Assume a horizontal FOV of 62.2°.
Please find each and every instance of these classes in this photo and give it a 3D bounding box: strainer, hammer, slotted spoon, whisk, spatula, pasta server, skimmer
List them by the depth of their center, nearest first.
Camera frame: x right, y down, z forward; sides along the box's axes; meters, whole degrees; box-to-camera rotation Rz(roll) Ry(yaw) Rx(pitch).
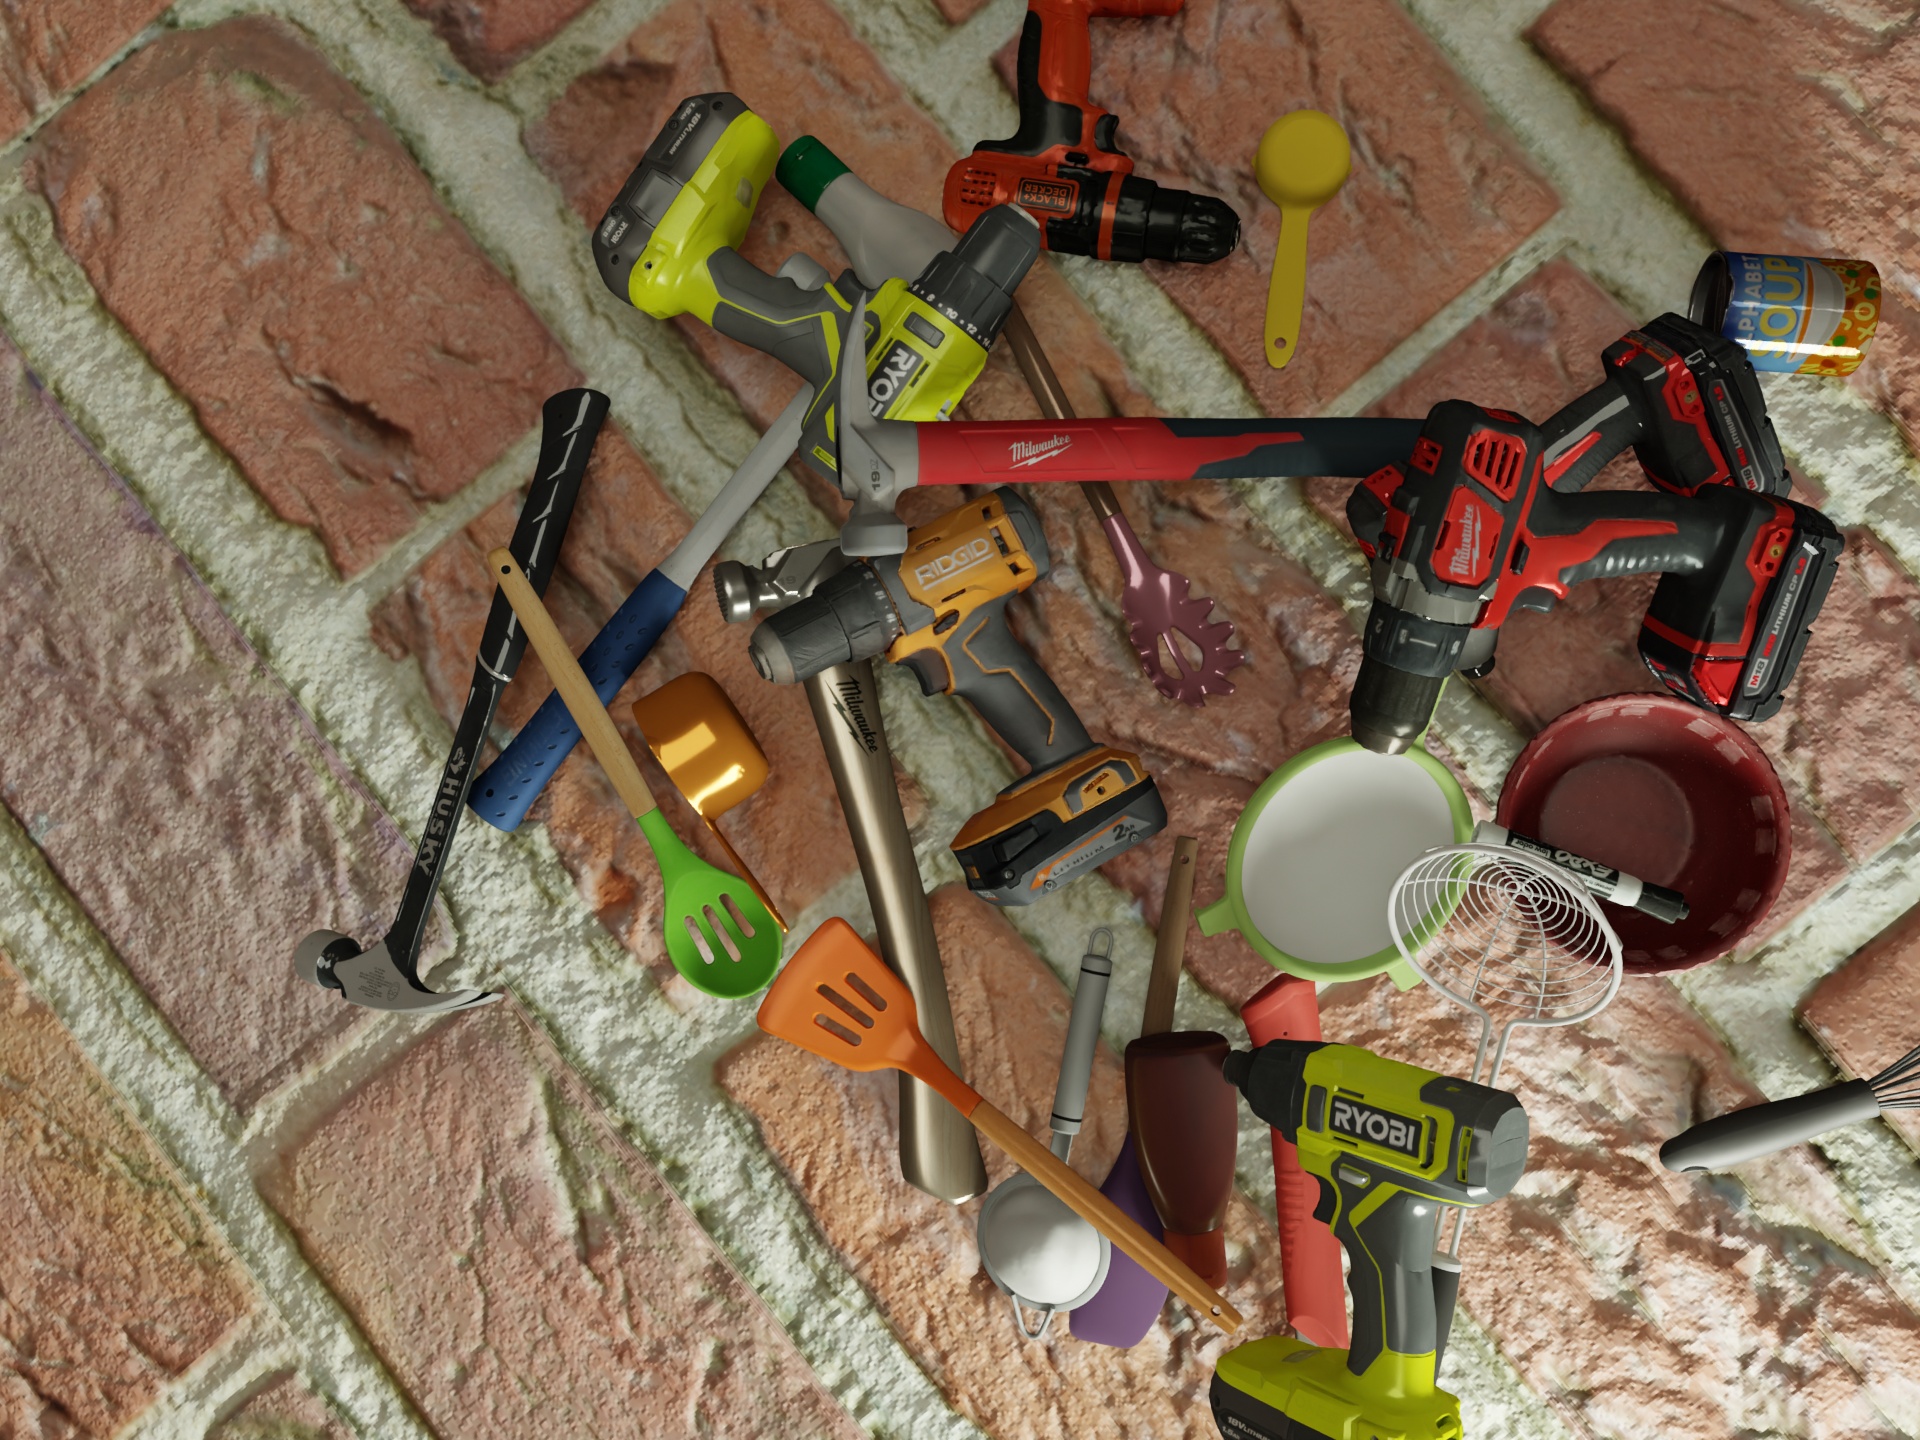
[{"bbox_3d":[0.270,0.246,0.879,0.127,0.090,0.363,14,93,31],"label":"skimmer"},{"bbox_3d":[0.026,0.238,0.908,0.323,0.041,0.081,36,86,19],"label":"spatula"},{"bbox_3d":[0.519,0.216,0.910,0.239,0.055,0.055,-21,86,10],"label":"whisk"},{"bbox_3d":[0.121,-0.171,0.910,0.386,0.038,0.143,-3,97,-11],"label":"hammer"},{"bbox_3d":[0.234,0.023,0.920,0.151,0.069,0.256,17,101,-16],"label":"strainer"},{"bbox_3d":[0.220,0.332,0.948,0.149,0.036,0.359,-4,88,7],"label":"hammer"},{"bbox_3d":[0.060,0.253,0.969,0.087,0.050,0.258,10,86,22],"label":"strainer"},{"bbox_3d":[0.116,0.227,0.972,0.060,0.018,0.316,9,91,4],"label":"spatula"},{"bbox_3d":[-0.035,0.090,0.976,0.146,0.038,0.410,-13,92,-15],"label":"hammer"},{"bbox_3d":[-0.204,0.033,0.977,0.070,0.031,0.313,-30,100,-11],"label":"slotted spoon"},{"bbox_3d":[0.082,-0.151,0.977,0.060,0.040,0.316,-25,84,-6],"label":"pasta server"},{"bbox_3d":[-0.294,-0.016,0.994,0.149,0.036,0.409,13,82,29],"label":"hammer"},{"bbox_3d":[-0.172,-0.094,1.007,0.144,0.035,0.405,39,93,7],"label":"hammer"}]

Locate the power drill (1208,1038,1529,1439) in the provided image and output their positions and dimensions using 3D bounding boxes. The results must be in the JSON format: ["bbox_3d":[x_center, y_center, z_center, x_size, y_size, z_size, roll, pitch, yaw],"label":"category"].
[{"bbox_3d":[0.209,0.292,0.869,0.171,0.080,0.223,8,94,44],"label":"power drill"}]

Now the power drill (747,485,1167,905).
[{"bbox_3d":[-0.001,-0.003,0.931,0.185,0.084,0.226,-27,91,-16],"label":"power drill"}]

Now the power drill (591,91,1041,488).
[{"bbox_3d":[-0.082,-0.265,0.940,0.228,0.080,0.190,37,97,7],"label":"power drill"}]

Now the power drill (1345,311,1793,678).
[{"bbox_3d":[0.344,-0.121,0.910,0.219,0.079,0.143,-30,117,9],"label":"power drill"}]

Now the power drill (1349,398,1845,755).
[{"bbox_3d":[0.323,-0.057,0.843,0.226,0.080,0.187,10,108,-11],"label":"power drill"}]

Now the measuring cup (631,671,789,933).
[{"bbox_3d":[-0.133,0.046,0.964,0.052,0.095,0.174,-35,73,-3],"label":"measuring cup"}]

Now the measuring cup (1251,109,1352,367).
[{"bbox_3d":[0.203,-0.294,0.968,0.062,0.029,0.156,7,88,7],"label":"measuring cup"}]
